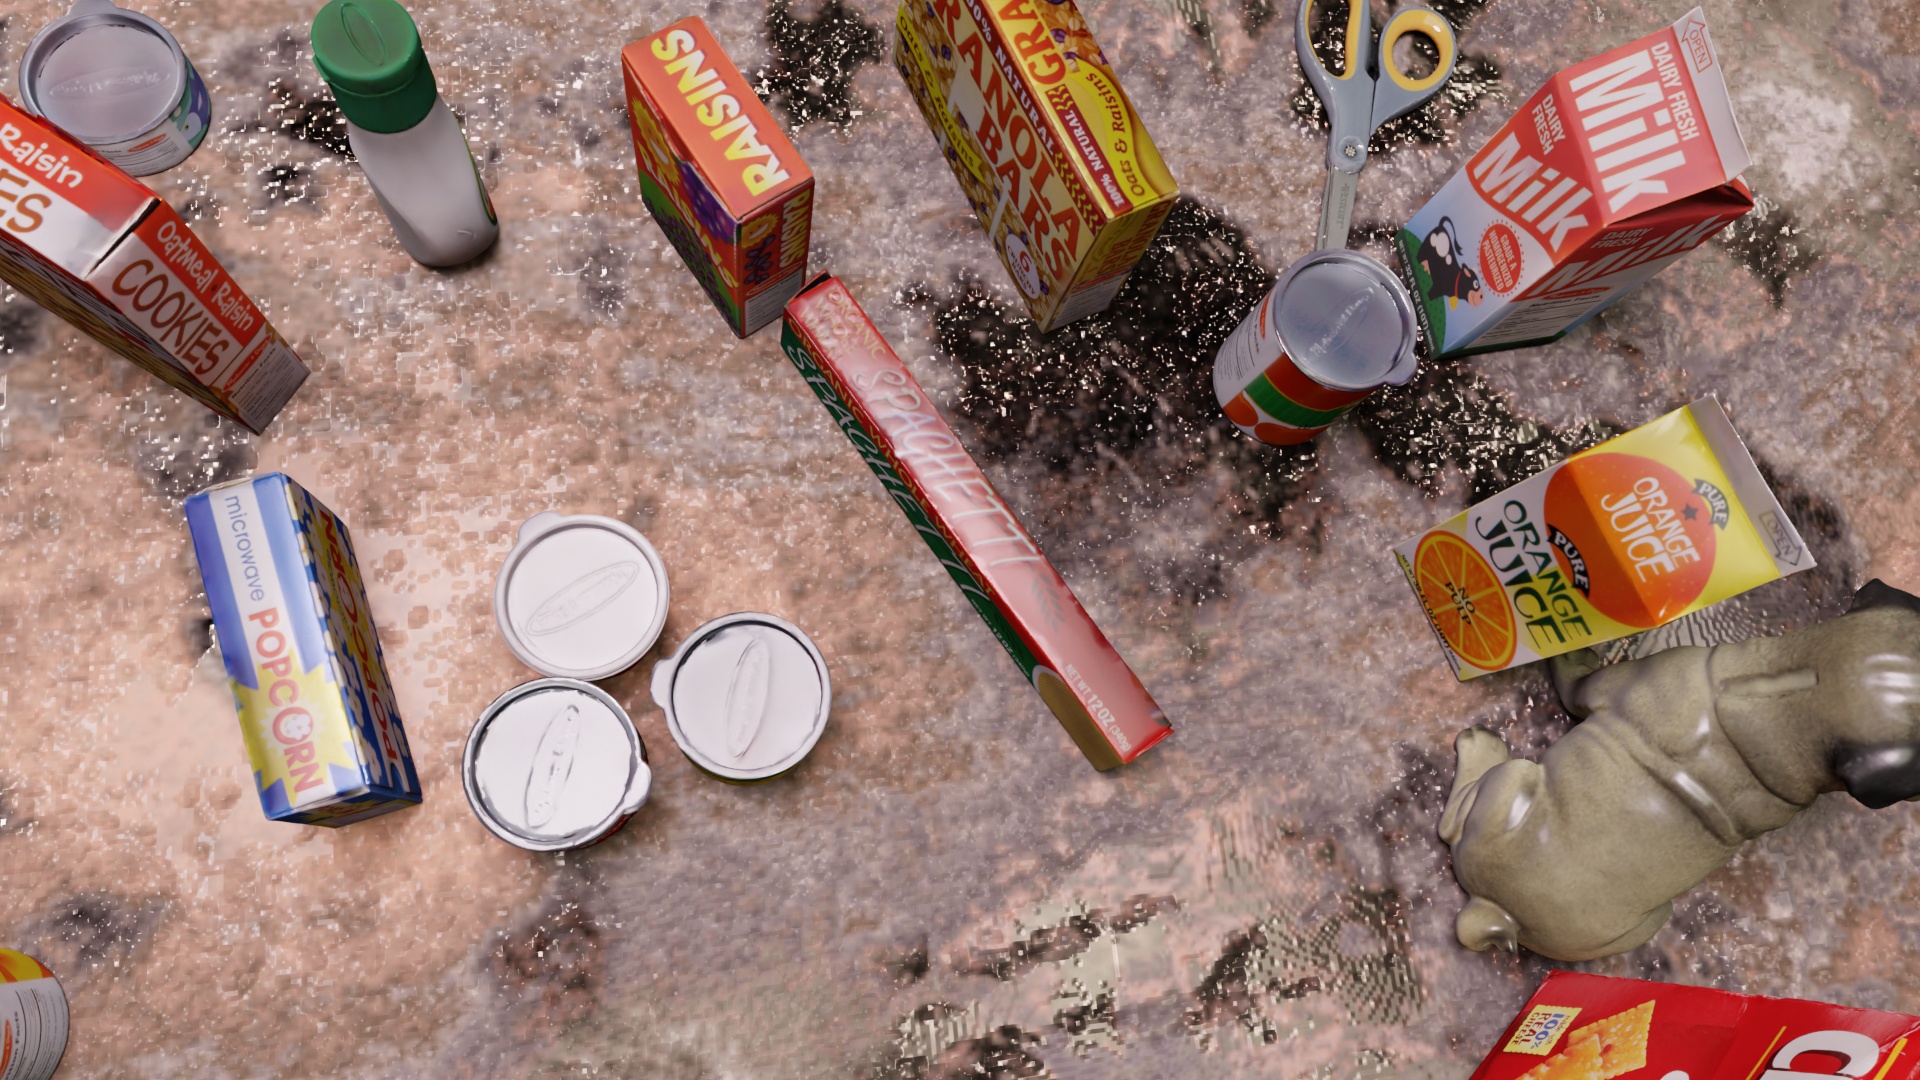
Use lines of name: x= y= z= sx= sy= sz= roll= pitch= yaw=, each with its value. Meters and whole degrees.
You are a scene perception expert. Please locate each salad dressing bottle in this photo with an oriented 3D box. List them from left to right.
salad dressing bottle: x=-0.223 y=-0.162 z=0.563 sx=0.044 sy=0.147 sz=0.064 roll=-29 pitch=83 yaw=-15

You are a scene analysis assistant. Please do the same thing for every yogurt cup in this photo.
yogurt cup: x=-0.154 y=0.028 z=0.575 sx=0.072 sy=0.053 sz=0.072 roll=2 pitch=76 yaw=-9

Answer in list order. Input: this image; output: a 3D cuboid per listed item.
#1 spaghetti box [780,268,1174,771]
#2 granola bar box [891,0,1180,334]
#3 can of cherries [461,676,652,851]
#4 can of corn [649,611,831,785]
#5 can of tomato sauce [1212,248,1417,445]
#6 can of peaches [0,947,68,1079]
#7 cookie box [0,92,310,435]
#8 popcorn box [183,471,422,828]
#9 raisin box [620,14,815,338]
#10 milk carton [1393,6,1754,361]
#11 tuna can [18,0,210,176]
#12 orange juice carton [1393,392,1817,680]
spaghetti box: x=0.002 y=-0.008 z=0.611 sx=0.029 sy=0.050 sz=0.250 roll=-35 pitch=84 yaw=-15
granola bar box: x=0.027 y=-0.190 z=0.623 sx=0.039 sy=0.124 sz=0.165 roll=-25 pitch=81 yaw=-14
can of cherries: x=-0.157 y=0.092 z=0.555 sx=0.071 sy=0.058 sz=0.071 roll=2 pitch=76 yaw=-9
can of corn: x=-0.091 y=0.066 z=0.573 sx=0.071 sy=0.058 sz=0.071 roll=2 pitch=76 yaw=-9
can of tomato sauce: x=0.162 y=-0.085 z=0.640 sx=0.071 sy=0.083 sz=0.071 roll=2 pitch=76 yaw=-9
can of peaches: x=-0.370 y=0.180 z=0.498 sx=0.071 sy=0.058 sz=0.071 roll=2 pitch=76 yaw=-9
cookie box: x=-0.331 y=-0.111 z=0.522 sx=0.123 sy=0.167 sz=0.040 roll=31 pitch=74 yaw=0
popcorn box: x=-0.252 y=0.045 z=0.538 sx=0.038 sy=0.085 sz=0.127 roll=-18 pitch=79 yaw=-13
raisin box: x=-0.103 y=-0.150 z=0.592 sx=0.040 sy=0.123 sz=0.086 roll=-33 pitch=83 yaw=-15
milk carton: x=0.276 y=-0.151 z=0.619 sx=0.073 sy=0.190 sz=0.072 roll=-9 pitch=78 yaw=-11
tuna can: x=-0.369 y=-0.198 z=0.608 sx=0.071 sy=0.032 sz=0.071 roll=2 pitch=76 yaw=-9
orange juice carton: x=0.267 y=0.001 z=0.578 sx=0.073 sy=0.192 sz=0.072 roll=-22 pitch=81 yaw=-14
